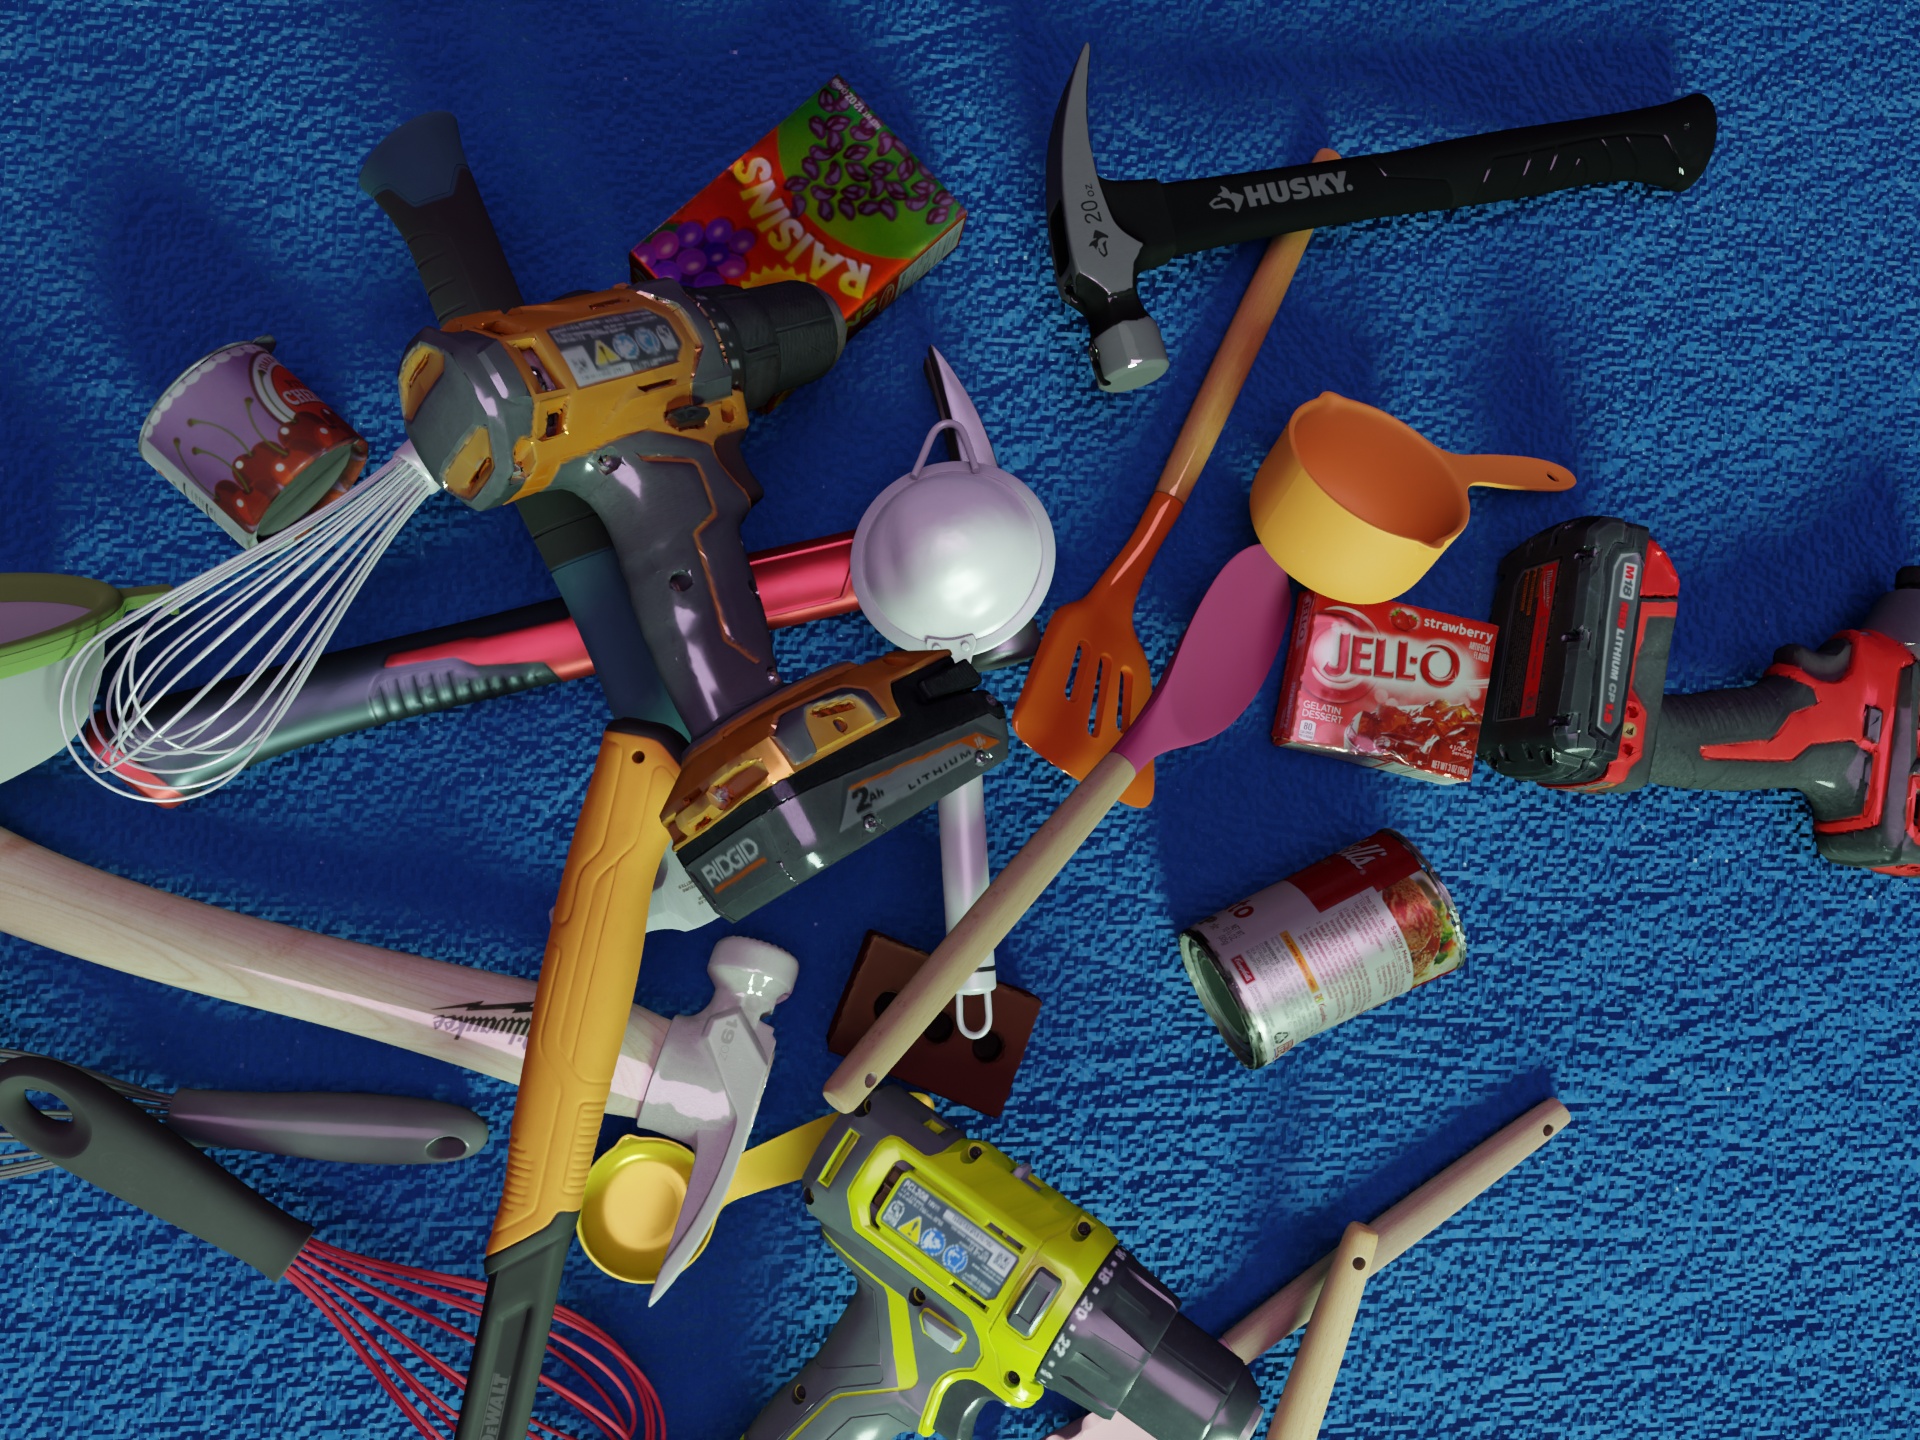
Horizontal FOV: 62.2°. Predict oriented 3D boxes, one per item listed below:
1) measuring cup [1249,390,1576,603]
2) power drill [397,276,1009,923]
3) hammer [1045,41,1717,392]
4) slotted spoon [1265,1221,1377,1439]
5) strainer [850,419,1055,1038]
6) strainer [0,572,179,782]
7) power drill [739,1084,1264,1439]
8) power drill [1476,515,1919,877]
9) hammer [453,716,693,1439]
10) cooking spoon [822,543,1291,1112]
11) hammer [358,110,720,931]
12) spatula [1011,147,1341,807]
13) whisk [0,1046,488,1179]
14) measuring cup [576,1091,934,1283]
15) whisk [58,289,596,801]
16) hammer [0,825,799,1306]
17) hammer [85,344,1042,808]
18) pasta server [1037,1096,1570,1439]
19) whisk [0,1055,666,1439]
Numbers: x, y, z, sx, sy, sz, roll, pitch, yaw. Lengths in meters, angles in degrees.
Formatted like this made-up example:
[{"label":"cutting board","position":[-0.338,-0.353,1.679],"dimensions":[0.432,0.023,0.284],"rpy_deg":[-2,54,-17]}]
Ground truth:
[{"label":"measuring cup","position":[0.206,-0.096,0.718],"dimensions":[0.173,0.052,0.095],"rpy_deg":[-4,54,-32]},{"label":"power drill","position":[-0.074,-0.063,0.589],"dimensions":[0.185,0.084,0.226],"rpy_deg":[-29,87,-43]},{"label":"hammer","position":[0.196,-0.248,0.720],"dimensions":[0.334,0.035,0.146],"rpy_deg":[-14,82,-14]},{"label":"slotted spoon","position":[0.119,0.360,0.663],"dimensions":[0.070,0.031,0.314],"rpy_deg":[19,89,-6]},{"label":"strainer","position":[-0.001,-0.002,0.643],"dimensions":[0.087,0.050,0.258],"rpy_deg":[-5,84,10]},{"label":"strainer","position":[-0.445,-0.007,0.609],"dimensions":[0.256,0.151,0.069],"rpy_deg":[1,110,11]},{"label":"power drill","position":[-0.014,0.283,0.611],"dimensions":[0.191,0.080,0.228],"rpy_deg":[32,88,17]},{"label":"power drill","position":[0.356,-0.018,0.717],"dimensions":[0.219,0.078,0.143],"rpy_deg":[12,84,-9]},{"label":"hammer","position":[-0.158,0.162,0.579],"dimensions":[0.127,0.034,0.337],"rpy_deg":[12,83,-1]},{"label":"cooking spoon","position":[0.050,0.035,0.645],"dimensions":[0.319,0.017,0.068],"rpy_deg":[-47,131,-29]},{"label":"hammer","position":[-0.155,-0.076,0.626],"dimensions":[0.128,0.033,0.331],"rpy_deg":[-23,94,-11]},{"label":"spatula","position":[0.109,-0.120,0.710],"dimensions":[0.081,0.041,0.323],"rpy_deg":[30,80,-28]},{"label":"whisk","position":[-0.312,0.161,0.634],"dimensions":[0.239,0.055,0.055],"rpy_deg":[6,84,-11]},{"label":"measuring cup","position":[-0.085,0.189,0.672],"dimensions":[0.156,0.029,0.062],"rpy_deg":[-15,80,-20]},{"label":"whisk","position":[-0.237,-0.083,0.635],"dimensions":[0.070,0.070,0.285],"rpy_deg":[38,65,-3]},{"label":"hammer","position":[-0.280,0.104,0.630],"dimensions":[0.410,0.038,0.146],"rpy_deg":[17,63,-3]},{"label":"hammer","position":[-0.167,-0.050,0.672],"dimensions":[0.386,0.038,0.143],"rpy_deg":[-14,86,-8]},{"label":"pasta server","position":[0.142,0.259,0.684],"dimensions":[0.316,0.040,0.060],"rpy_deg":[-32,107,-10]},{"label":"whisk","position":[-0.240,0.217,0.612],"dimensions":[0.295,0.073,0.073],"rpy_deg":[37,82,-10]}]
